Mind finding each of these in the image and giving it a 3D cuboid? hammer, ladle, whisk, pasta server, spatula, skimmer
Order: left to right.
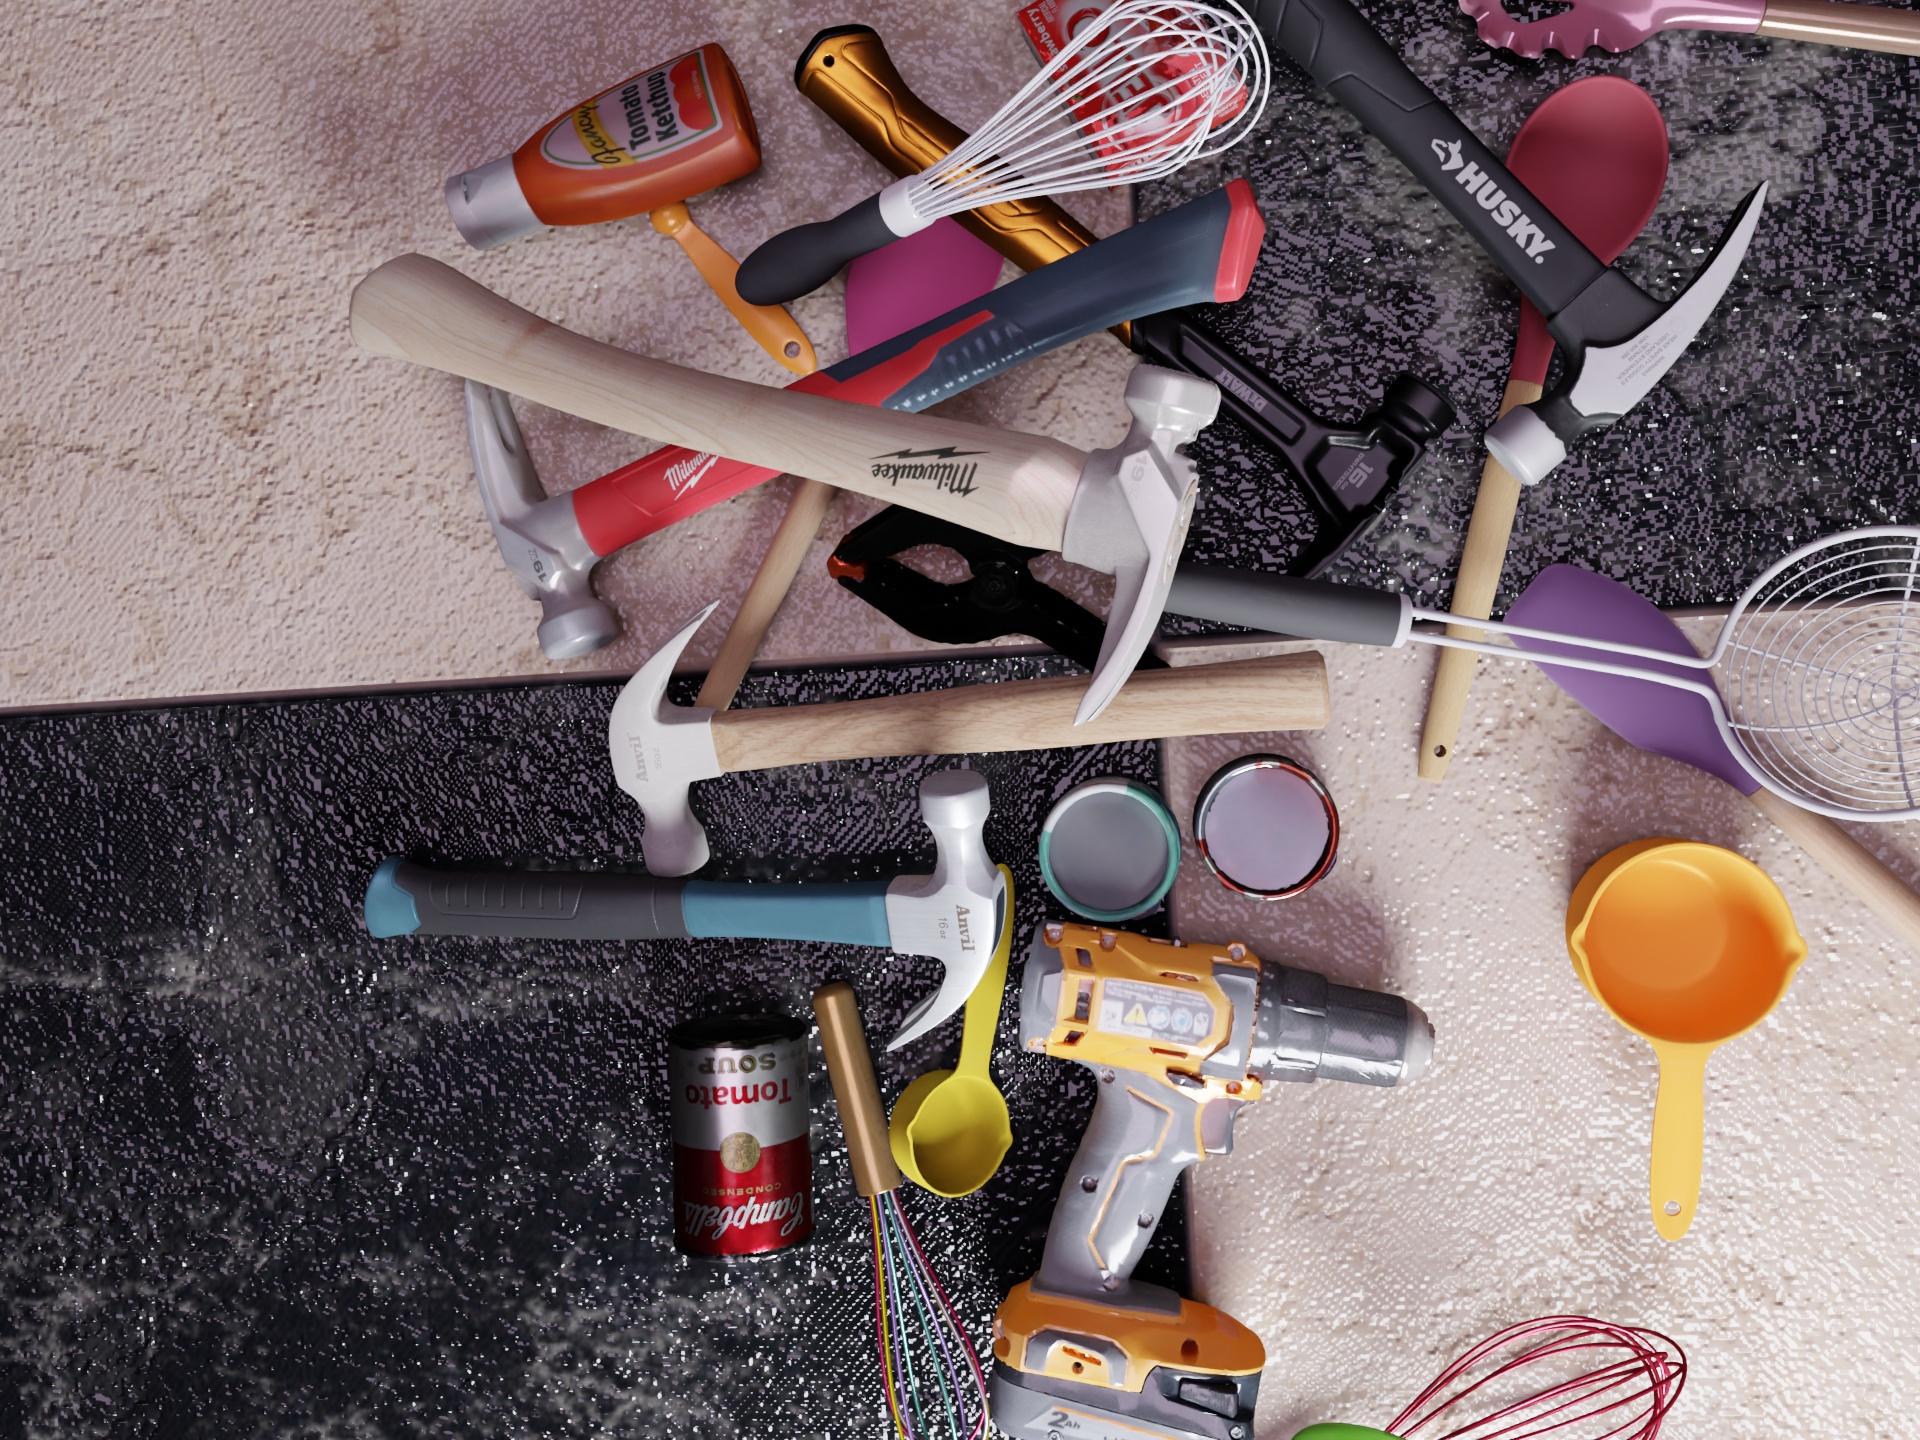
[{"bbox_3d":[-0.138,0.087,0.748,0.331,0.033,0.128,-1,111,19],"label":"hammer"},{"bbox_3d":[-0.100,-0.124,0.700,0.411,0.038,0.146,18,100,18],"label":"hammer"},{"bbox_3d":[-0.053,-0.161,0.720,0.386,0.038,0.143,-21,87,19],"label":"hammer"},{"bbox_3d":[-0.031,0.246,0.766,0.047,0.051,0.245,-14,86,-12],"label":"whisk"},{"bbox_3d":[-0.001,-0.002,0.727,0.331,0.031,0.130,-5,114,10],"label":"hammer"},{"bbox_3d":[0.001,-0.231,0.673,0.284,0.070,0.070,-12,90,39],"label":"whisk"},{"bbox_3d":[0.056,-0.195,0.727,0.337,0.034,0.127,39,96,2],"label":"hammer"},{"bbox_3d":[0.188,0.344,0.724,0.296,0.073,0.073,-30,88,14],"label":"whisk"},{"bbox_3d":[0.188,-0.271,0.683,0.146,0.035,0.335,-43,86,12],"label":"hammer"},{"bbox_3d":[0.249,-0.125,0.714,0.069,0.031,0.315,13,96,4],"label":"ladle"},{"bbox_3d":[0.251,-0.040,0.660,0.363,0.090,0.127,9,78,0],"label":"skimmer"},{"bbox_3d":[0.374,0.043,0.704,0.316,0.018,0.060,43,80,5],"label":"spatula"},{"bbox_3d":[0.374,-0.300,0.683,0.316,0.040,0.060,10,110,7],"label":"pasta server"}]

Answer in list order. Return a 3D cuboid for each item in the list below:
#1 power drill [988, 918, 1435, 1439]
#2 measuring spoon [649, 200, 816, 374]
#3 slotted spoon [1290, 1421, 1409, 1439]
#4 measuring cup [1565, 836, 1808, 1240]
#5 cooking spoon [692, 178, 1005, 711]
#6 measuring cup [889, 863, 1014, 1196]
[{"bbox_3d":[0.109,0.212,0.723,0.185,0.084,0.226,8,89,6],"label":"power drill"},{"bbox_3d":[-0.111,-0.212,0.772,0.021,0.011,0.117,-43,86,8],"label":"measuring spoon"},{"bbox_3d":[0.281,0.367,0.683,0.313,0.031,0.070,23,128,-11],"label":"slotted spoon"},{"bbox_3d":[0.311,0.136,0.701,0.095,0.052,0.173,2,94,8],"label":"measuring cup"},{"bbox_3d":[-0.065,-0.121,0.765,0.069,0.017,0.319,27,95,1],"label":"cooking spoon"},{"bbox_3d":[0.001,0.145,0.759,0.062,0.029,0.156,16,78,-34],"label":"measuring cup"}]
